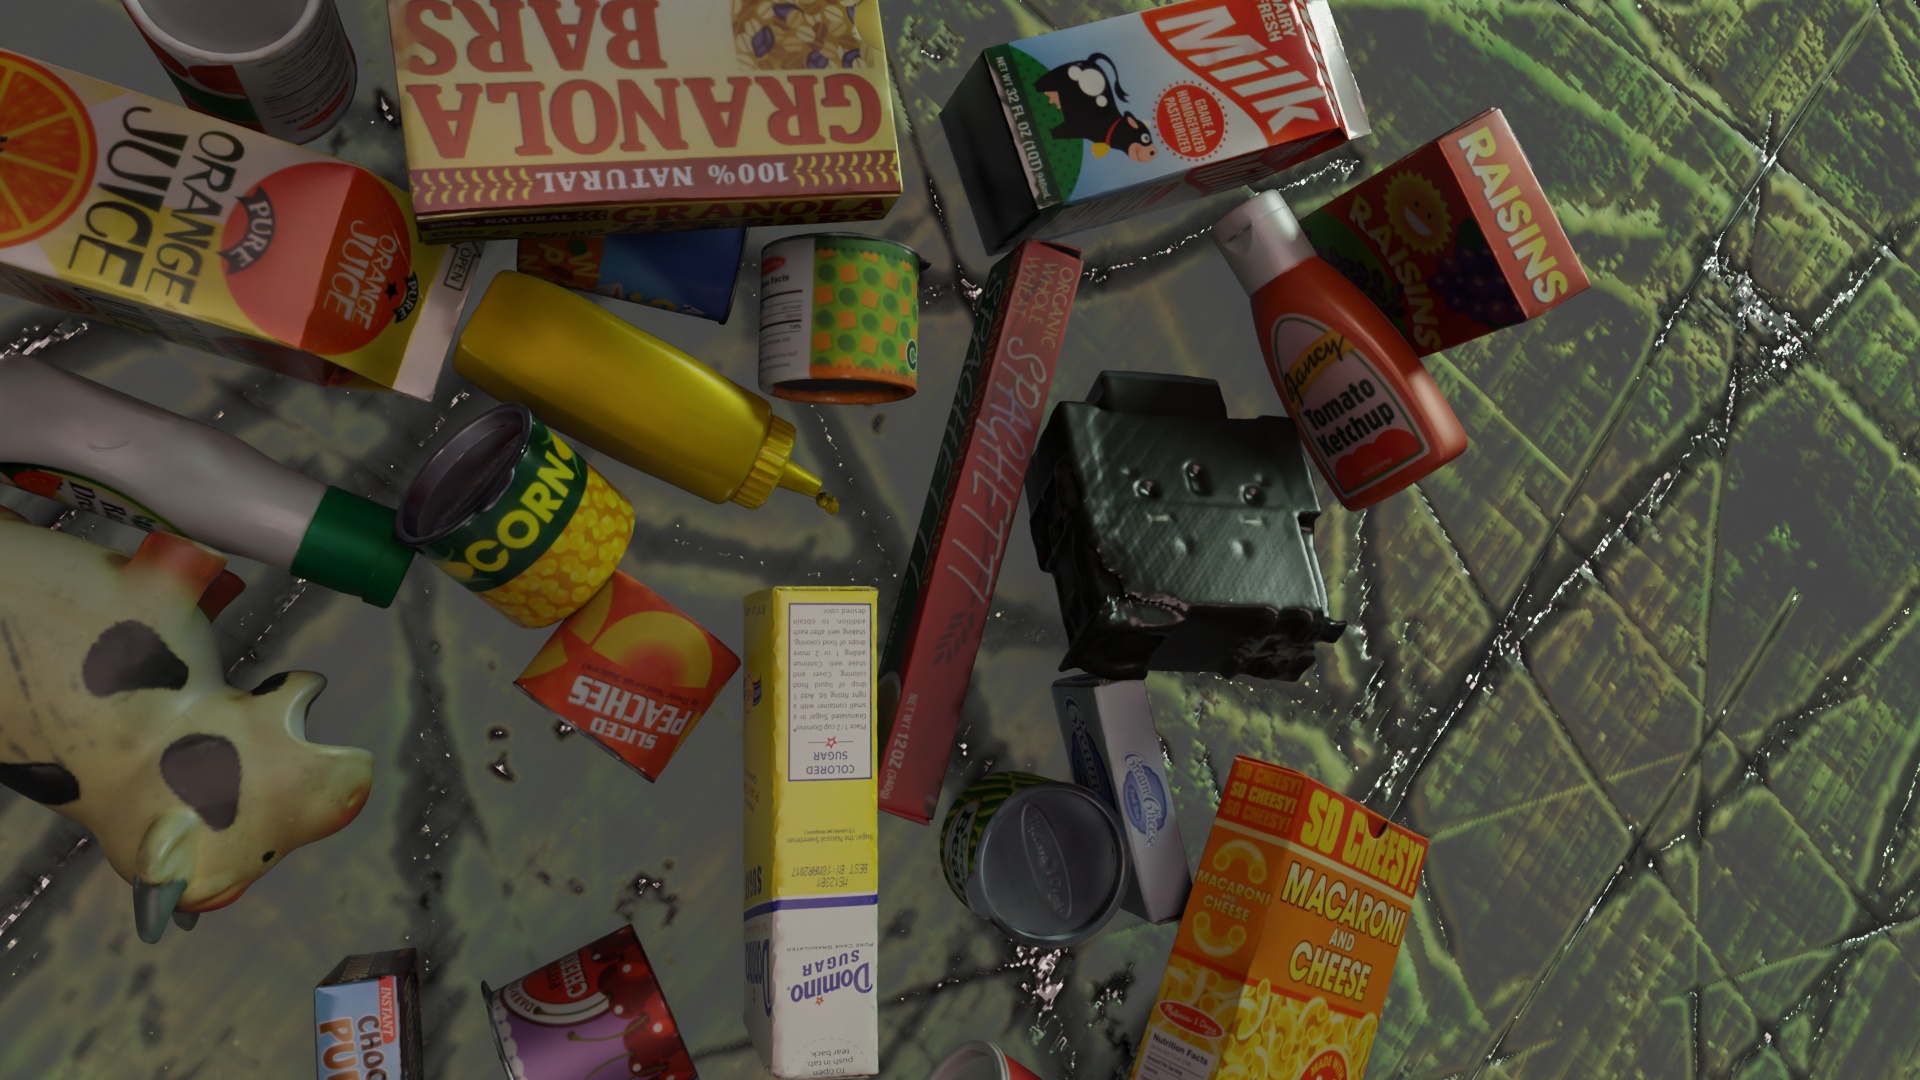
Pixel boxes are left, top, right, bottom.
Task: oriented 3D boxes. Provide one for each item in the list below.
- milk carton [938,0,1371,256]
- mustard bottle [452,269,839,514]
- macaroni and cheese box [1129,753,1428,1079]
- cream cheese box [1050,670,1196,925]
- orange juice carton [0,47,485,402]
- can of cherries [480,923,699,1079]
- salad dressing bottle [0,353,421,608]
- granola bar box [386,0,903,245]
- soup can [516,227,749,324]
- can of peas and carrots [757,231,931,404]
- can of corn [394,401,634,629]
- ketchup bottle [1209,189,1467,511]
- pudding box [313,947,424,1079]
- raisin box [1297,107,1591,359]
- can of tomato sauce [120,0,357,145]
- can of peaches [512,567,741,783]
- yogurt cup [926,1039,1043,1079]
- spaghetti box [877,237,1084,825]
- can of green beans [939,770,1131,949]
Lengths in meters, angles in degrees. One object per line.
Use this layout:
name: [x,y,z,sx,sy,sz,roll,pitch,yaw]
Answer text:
milk carton: [0.096,-0.193,0.621,0.191,0.073,0.072,-19,90,-17]
mustard bottle: [-0.118,-0.051,0.554,0.160,0.065,0.049,27,78,-18]
macaroni and cheese box: [0.136,0.188,0.587,0.123,0.040,0.166,30,76,-43]
cream cheese box: [0.069,0.108,0.596,0.024,0.053,0.104,-13,89,-19]
orange juice carton: [-0.280,-0.111,0.506,0.193,0.073,0.072,16,81,-14]
can of cherries: [-0.138,0.185,0.522,0.058,0.071,0.071,-24,92,-17]
salad dressing bottle: [-0.275,-0.018,0.507,0.147,0.064,0.044,24,70,-20]
granola bar box: [-0.110,-0.172,0.483,0.166,0.039,0.124,-8,88,-18]
soup can: [-0.129,-0.126,0.556,0.084,0.071,0.071,11,82,-14]
can of peas and carrots: [-0.048,-0.089,0.574,0.071,0.071,0.058,2,85,-16]
can of corn: [-0.165,-0.008,0.521,0.071,0.071,0.058,-53,129,-14]
ketchup bottle: [0.169,-0.090,0.641,0.044,0.064,0.149,-26,84,-46]
pudding box: [-0.215,0.197,0.508,0.030,0.049,0.083,-3,85,-14]
raisin box: [0.209,-0.128,0.622,0.040,0.123,0.086,-29,93,-16]
can of tomato sauce: [-0.265,-0.191,0.512,0.071,0.083,0.071,1,85,-16]
can of peaches: [-0.127,0.052,0.536,0.071,0.071,0.058,38,75,-10]
yogurt cup: [0.017,0.245,0.564,0.054,0.072,0.072,33,77,-19]
spaghetti box: [0.002,-0.007,0.589,0.029,0.050,0.250,18,80,-15]
can of green beans: [0.029,0.131,0.580,0.071,0.057,0.071,1,85,-16]
